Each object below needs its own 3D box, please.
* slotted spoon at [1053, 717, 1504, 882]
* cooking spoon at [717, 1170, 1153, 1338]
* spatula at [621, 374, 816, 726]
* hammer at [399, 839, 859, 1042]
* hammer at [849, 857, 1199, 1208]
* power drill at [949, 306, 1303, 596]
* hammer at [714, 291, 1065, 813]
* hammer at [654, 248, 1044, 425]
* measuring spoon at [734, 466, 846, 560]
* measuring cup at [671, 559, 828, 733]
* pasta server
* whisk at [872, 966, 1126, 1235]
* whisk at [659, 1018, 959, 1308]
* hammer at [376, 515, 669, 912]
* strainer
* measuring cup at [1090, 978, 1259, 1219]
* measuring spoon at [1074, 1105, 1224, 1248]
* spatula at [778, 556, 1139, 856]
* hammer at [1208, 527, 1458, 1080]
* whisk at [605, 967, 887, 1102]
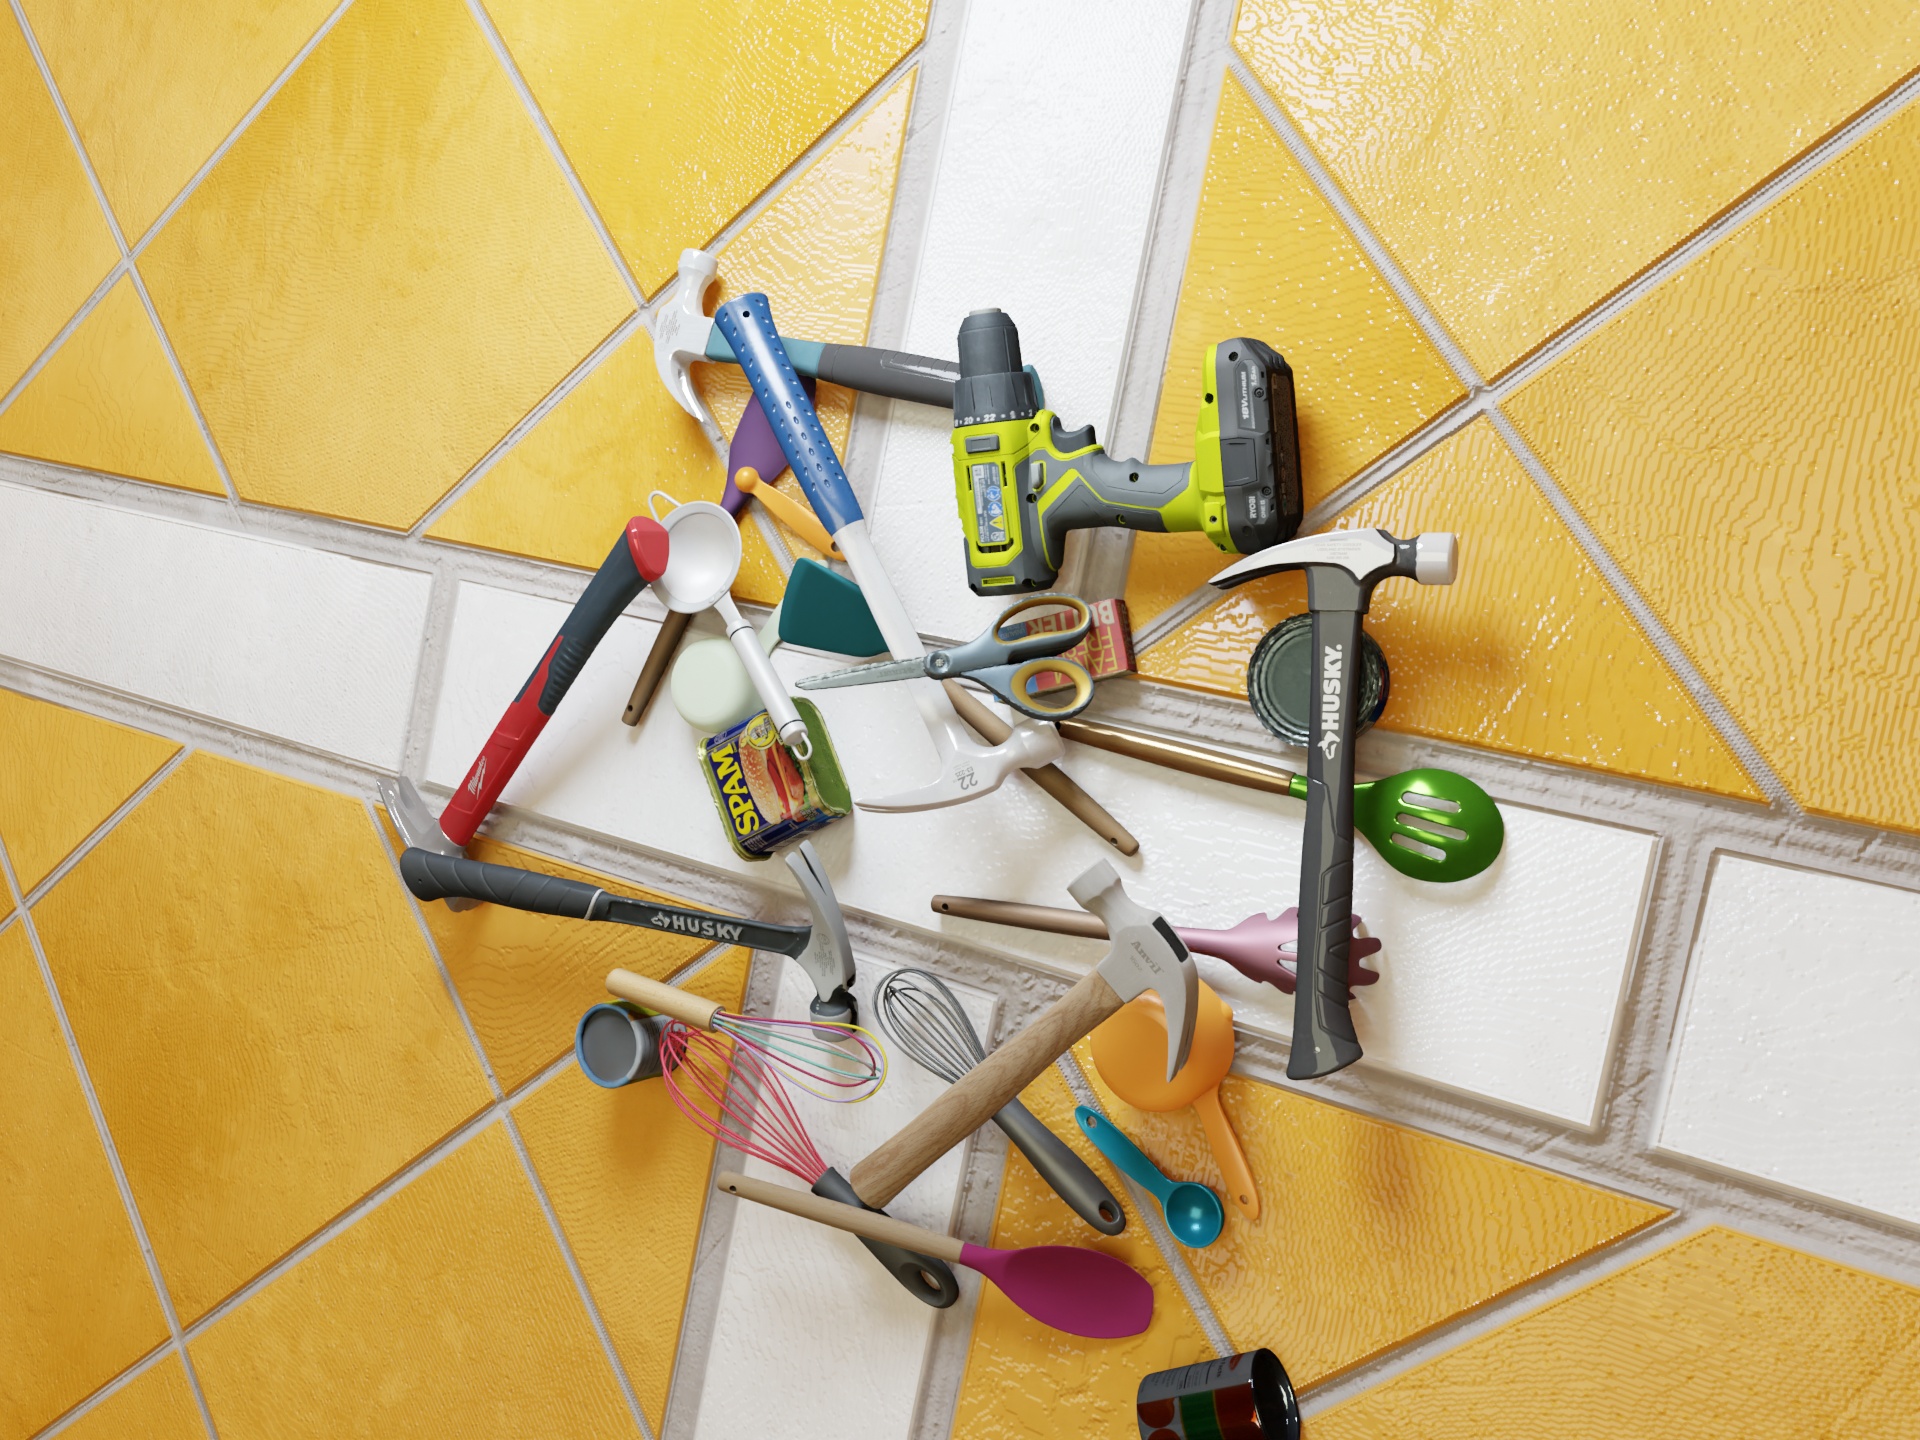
[{"bbox_3d":[0.191,0.038,1.032,0.314,0.031,0.070,15,95,28],"label":"slotted spoon"},{"bbox_3d":[-0.022,0.361,1.100,0.319,0.017,0.068,12,109,15],"label":"cooking spoon"},{"bbox_3d":[-0.193,-0.134,1.241,0.060,0.018,0.316,32,101,22],"label":"spatula"},{"bbox_3d":[-0.265,0.140,1.213,0.409,0.036,0.149,7,115,24],"label":"hammer"},{"bbox_3d":[0.031,0.233,1.043,0.130,0.031,0.331,49,123,10],"label":"hammer"},{"bbox_3d":[0.099,-0.184,1.043,0.228,0.080,0.190,-2,99,25],"label":"power drill"},{"bbox_3d":[-0.080,-0.123,1.115,0.144,0.035,0.406,-26,76,-1],"label":"hammer"},{"bbox_3d":[-0.088,-0.265,1.177,0.331,0.033,0.128,16,88,24],"label":"hammer"},{"bbox_3d":[-0.127,-0.156,1.203,0.117,0.011,0.021,37,101,15],"label":"measuring spoon"},{"bbox_3d":[-0.160,-0.059,1.208,0.083,0.038,0.167,48,110,21],"label":"measuring cup"},{"bbox_3d":[0.120,0.141,1.066,0.316,0.040,0.060,4,90,31],"label":"pasta server"},{"bbox_3d":[0.027,0.261,1.098,0.239,0.055,0.055,45,107,17],"label":"whisk"},{"bbox_3d":[-0.115,0.321,1.161,0.296,0.073,0.073,39,105,17],"label":"whisk"},{"bbox_3d":[-0.350,-0.022,1.273,0.143,0.038,0.386,50,118,21],"label":"hammer"},{"bbox_3d":[-0.166,-0.070,1.176,0.087,0.050,0.259,-40,61,16],"label":"strainer"},{"bbox_3d":[0.144,0.247,1.025,0.095,0.052,0.174,-29,80,36],"label":"measuring cup"},{"bbox_3d":[0.127,0.299,1.062,0.129,0.021,0.042,38,110,33],"label":"measuring spoon"},{"bbox_3d":[-0.002,-0.004,1.122,0.318,0.044,0.082,40,135,21],"label":"spatula"},{"bbox_3d":[0.219,0.051,0.969,0.146,0.035,0.335,2,88,25],"label":"hammer"},{"bbox_3d":[-0.157,0.220,1.153,0.245,0.051,0.047,14,103,27],"label":"whisk"}]
